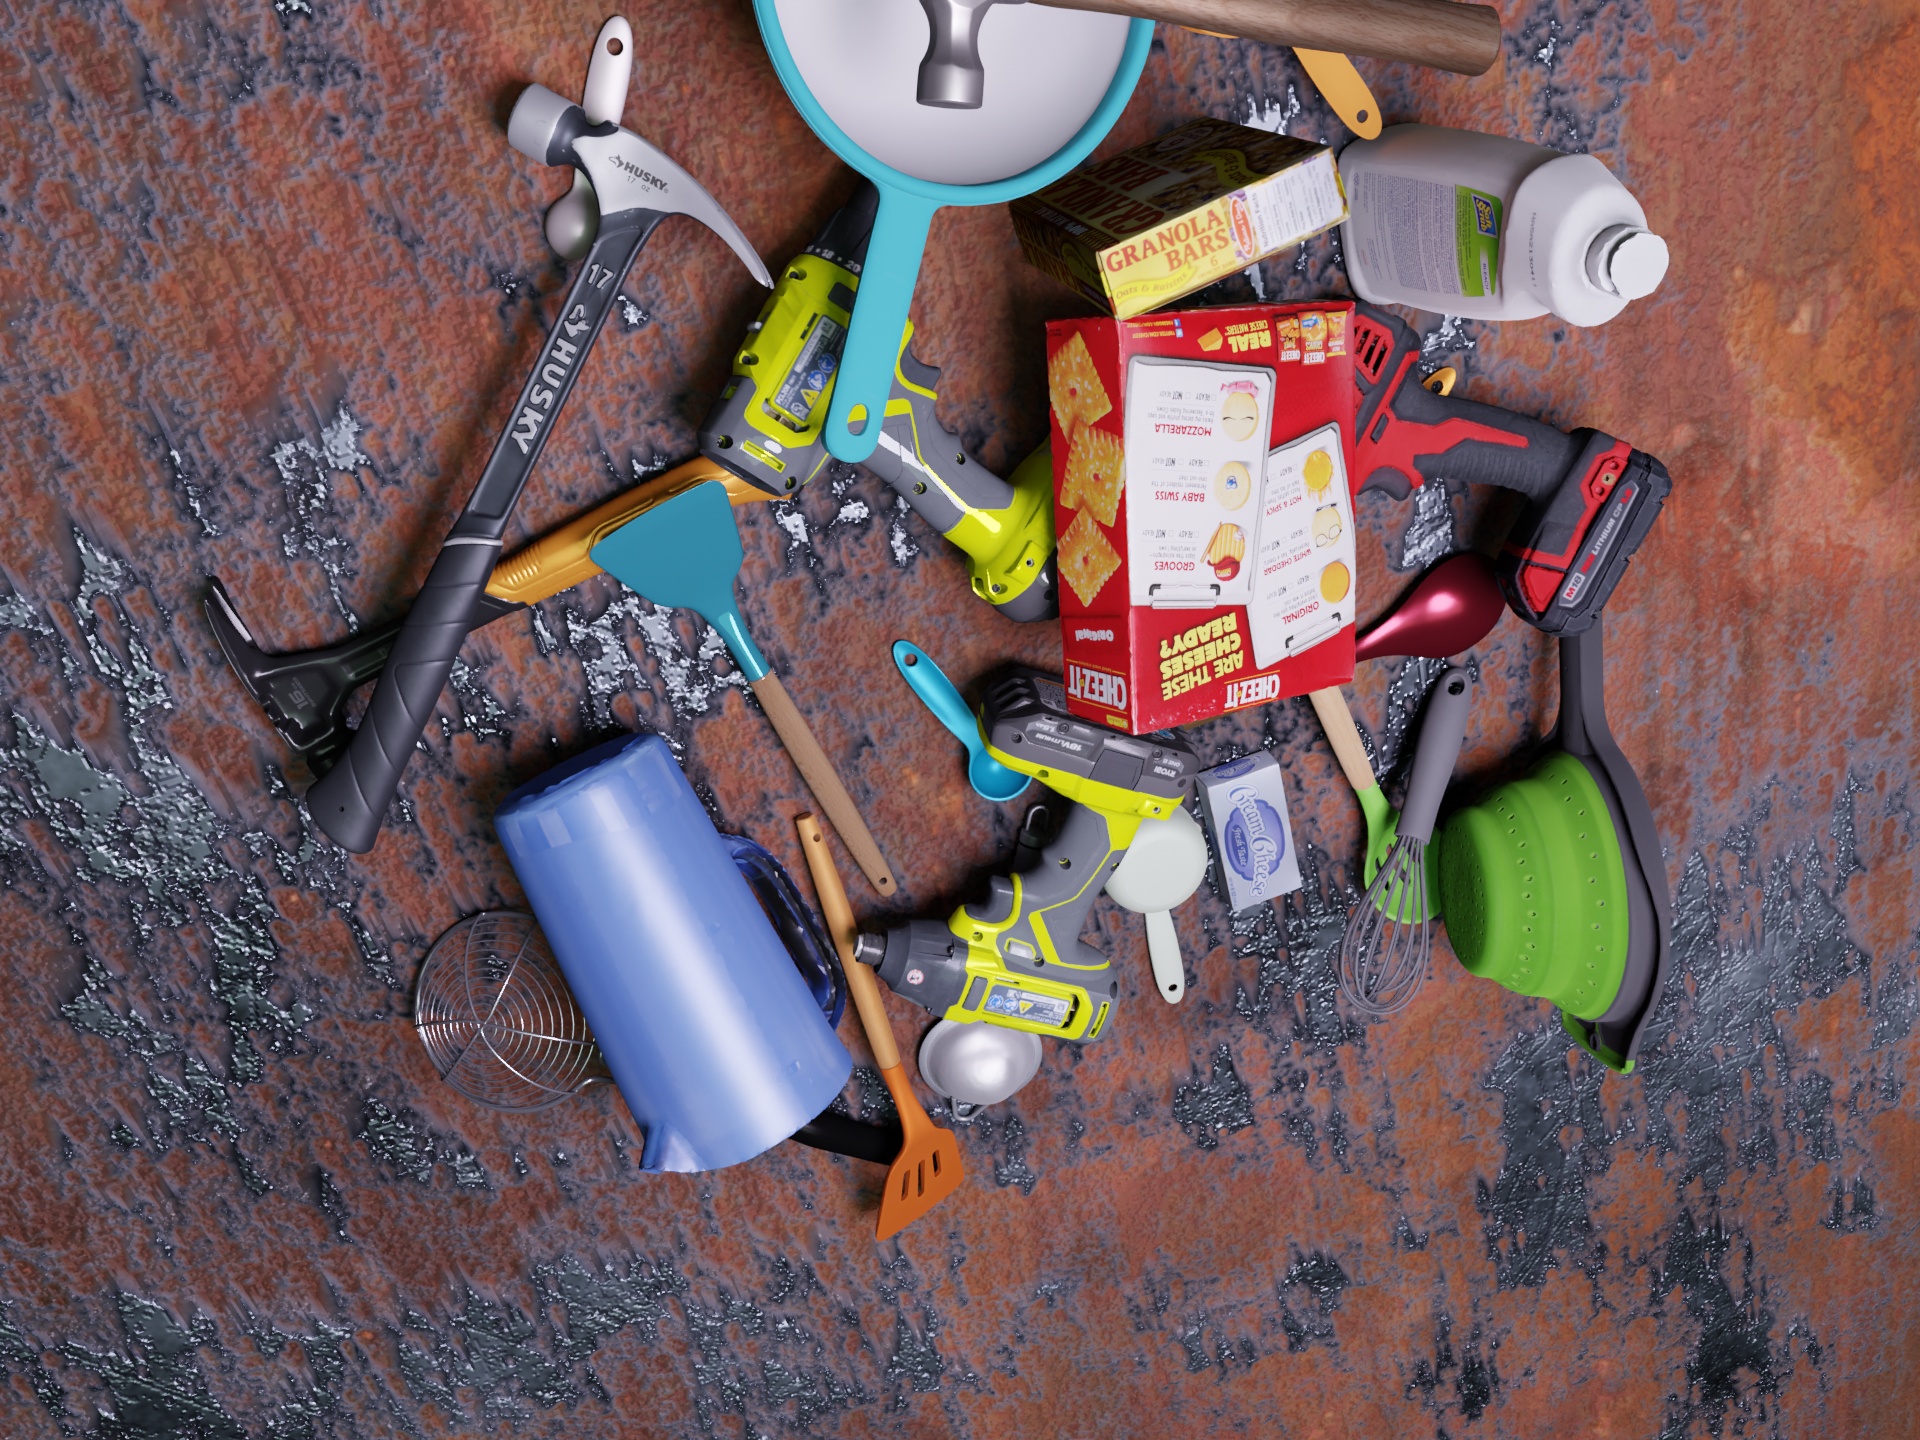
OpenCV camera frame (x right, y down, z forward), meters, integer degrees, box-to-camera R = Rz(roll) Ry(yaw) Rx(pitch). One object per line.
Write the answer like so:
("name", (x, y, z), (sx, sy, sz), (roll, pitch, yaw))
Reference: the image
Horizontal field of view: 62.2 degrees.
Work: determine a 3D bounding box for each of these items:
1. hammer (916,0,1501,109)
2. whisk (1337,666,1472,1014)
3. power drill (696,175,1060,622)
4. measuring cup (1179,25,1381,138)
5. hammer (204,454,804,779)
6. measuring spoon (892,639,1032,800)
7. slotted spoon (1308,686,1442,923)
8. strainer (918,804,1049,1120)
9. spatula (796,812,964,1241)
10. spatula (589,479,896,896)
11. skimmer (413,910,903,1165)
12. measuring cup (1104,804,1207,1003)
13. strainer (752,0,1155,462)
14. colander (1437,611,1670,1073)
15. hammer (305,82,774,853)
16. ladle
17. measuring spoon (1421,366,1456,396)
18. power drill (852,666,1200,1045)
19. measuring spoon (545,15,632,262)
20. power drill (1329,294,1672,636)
("hammer", (0.133, -0.355, 0.779), (0.331, 0.031, 0.130), (-4, 108, -25))
("whisk", (0.299, 0.077, 1.041), (0.055, 0.055, 0.239), (23, 78, -22))
("power drill", (-0.007, -0.175, 0.873), (0.228, 0.080, 0.190), (31, 87, -23))
("measuring cup", (0.163, -0.377, 0.843), (0.095, 0.052, 0.173), (-44, 118, 9))
("hammer", (-0.243, -0.089, 0.891), (0.337, 0.034, 0.127), (-26, 119, -1))
("measuring spoon", (-0.002, -0.003, 1.001), (0.042, 0.021, 0.128), (-38, 108, 4))
("slotted spoon", (0.259, 0.021, 1.045), (0.070, 0.031, 0.313), (-38, 124, -8))
("strainer", (0.028, 0.175, 1.076), (0.087, 0.050, 0.258), (7, 109, -11))
("spatula", (-0.060, 0.206, 1.062), (0.081, 0.041, 0.322), (-28, 111, -31))
("spatula", (-0.108, -0.003, 0.951), (0.082, 0.044, 0.317), (-30, 121, -2))
("skimmer", (-0.181, 0.230, 1.057), (0.363, 0.090, 0.127), (26, 99, -33))
("measuring cup", (0.137, 0.132, 1.079), (0.083, 0.038, 0.167), (-16, 115, -5))
("strainer", (-0.031, -0.301, 0.788), (0.211, 0.095, 0.340), (9, 103, -28))
("colander", (0.366, 0.028, 1.028), (0.094, 0.204, 0.397), (-4, 97, -1))
("hammer", (-0.242, -0.108, 0.834), (0.149, 0.036, 0.409), (28, 102, -3))
("ladle", (0.214, -0.030, 1.031), (0.315, 0.031, 0.069), (-21, 119, -1))
("measuring spoon", (0.263, -0.174, 0.985), (0.021, 0.011, 0.117), (40, 97, -25))
("power drill", (0.042, 0.089, 0.988), (0.171, 0.080, 0.223), (15, 110, -15))
("measuring spoon", (-0.187, -0.296, 0.815), (0.034, 0.018, 0.124), (11, 111, -17))
("power drill", (0.284, -0.141, 0.938), (0.219, 0.078, 0.143), (26, 103, -1))
